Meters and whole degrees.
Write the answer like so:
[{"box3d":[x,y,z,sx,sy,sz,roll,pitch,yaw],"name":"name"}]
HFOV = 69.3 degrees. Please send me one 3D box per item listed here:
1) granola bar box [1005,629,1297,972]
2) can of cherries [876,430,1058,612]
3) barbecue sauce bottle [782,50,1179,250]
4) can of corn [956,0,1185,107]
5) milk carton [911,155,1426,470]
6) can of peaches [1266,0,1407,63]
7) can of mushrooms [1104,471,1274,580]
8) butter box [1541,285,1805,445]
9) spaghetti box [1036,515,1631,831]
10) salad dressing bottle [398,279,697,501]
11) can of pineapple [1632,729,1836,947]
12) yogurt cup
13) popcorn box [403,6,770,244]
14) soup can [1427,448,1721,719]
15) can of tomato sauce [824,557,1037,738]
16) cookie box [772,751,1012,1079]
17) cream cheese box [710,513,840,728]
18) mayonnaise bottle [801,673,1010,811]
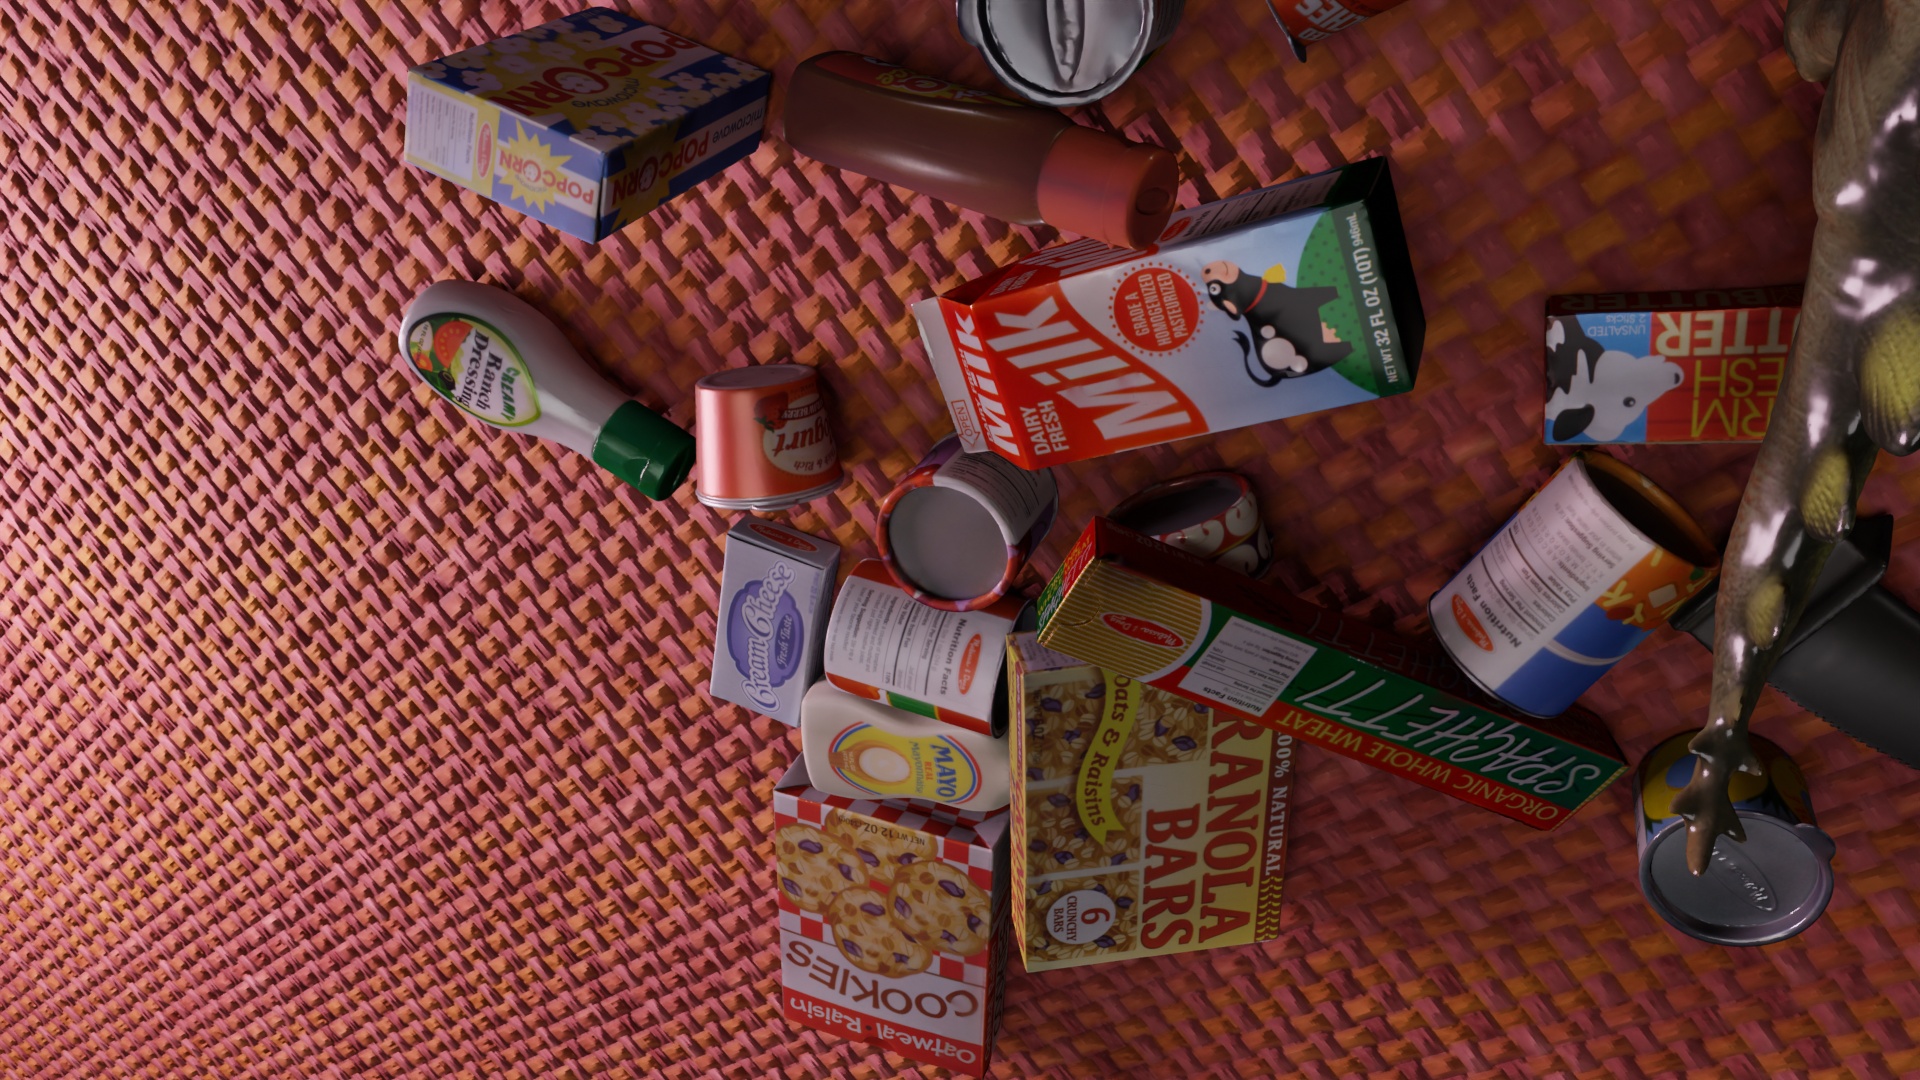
[{"box3d":[0.085,0.113,0.627,0.124,0.039,0.164,-5,118,-7],"name":"granola bar box"},{"box3d":[0.002,-0.008,0.615,0.071,0.059,0.071,9,119,17],"name":"can of cherries"},{"box3d":[0.008,-0.145,0.517,0.149,0.065,0.043,25,116,28],"name":"barbecue sauce bottle"},{"box3d":[0.041,-0.195,0.500,0.071,0.058,0.070,10,120,17],"name":"can of corn"},{"box3d":[0.074,-0.082,0.538,0.190,0.074,0.072,-10,112,27],"name":"milk carton"},{"box3d":[0.128,-0.202,0.455,0.058,0.071,0.071,-18,108,28],"name":"can of peaches"},{"box3d":[0.096,-0.002,0.578,0.071,0.071,0.033,-11,111,27],"name":"can of mushrooms"},{"box3d":[0.265,-0.062,0.499,0.103,0.024,0.053,1,117,22],"name":"butter box"},{"box3d":[0.151,0.058,0.555,0.250,0.029,0.050,21,125,-15],"name":"spaghetti box"},{"box3d":[-0.198,-0.071,0.672,0.148,0.044,0.064,31,122,4],"name":"salad dressing bottle"},{"box3d":[0.308,0.117,0.556,0.071,0.058,0.070,10,120,17],"name":"can of pineapple"},{"box3d":[-0.089,-0.049,0.629,0.072,0.073,0.053,2,109,22],"name":"yogurt cup"},{"box3d":[-0.143,-0.168,0.549,0.085,0.127,0.038,25,127,9],"name":"popcorn box"},{"box3d":[0.234,0.017,0.531,0.071,0.072,0.083,36,123,1],"name":"soup can"},{"box3d":[-0.012,0.049,0.648,0.083,0.071,0.070,14,121,15],"name":"can of tomato sauce"},{"box3d":[-0.037,0.206,0.755,0.123,0.040,0.166,11,120,17],"name":"cookie box"},{"box3d":[-0.094,0.042,0.702,0.053,0.024,0.103,20,122,12],"name":"cream cheese box"},{"box3d":[-0.004,0.104,0.686,0.148,0.041,0.064,5,118,19],"name":"mayonnaise bottle"}]
